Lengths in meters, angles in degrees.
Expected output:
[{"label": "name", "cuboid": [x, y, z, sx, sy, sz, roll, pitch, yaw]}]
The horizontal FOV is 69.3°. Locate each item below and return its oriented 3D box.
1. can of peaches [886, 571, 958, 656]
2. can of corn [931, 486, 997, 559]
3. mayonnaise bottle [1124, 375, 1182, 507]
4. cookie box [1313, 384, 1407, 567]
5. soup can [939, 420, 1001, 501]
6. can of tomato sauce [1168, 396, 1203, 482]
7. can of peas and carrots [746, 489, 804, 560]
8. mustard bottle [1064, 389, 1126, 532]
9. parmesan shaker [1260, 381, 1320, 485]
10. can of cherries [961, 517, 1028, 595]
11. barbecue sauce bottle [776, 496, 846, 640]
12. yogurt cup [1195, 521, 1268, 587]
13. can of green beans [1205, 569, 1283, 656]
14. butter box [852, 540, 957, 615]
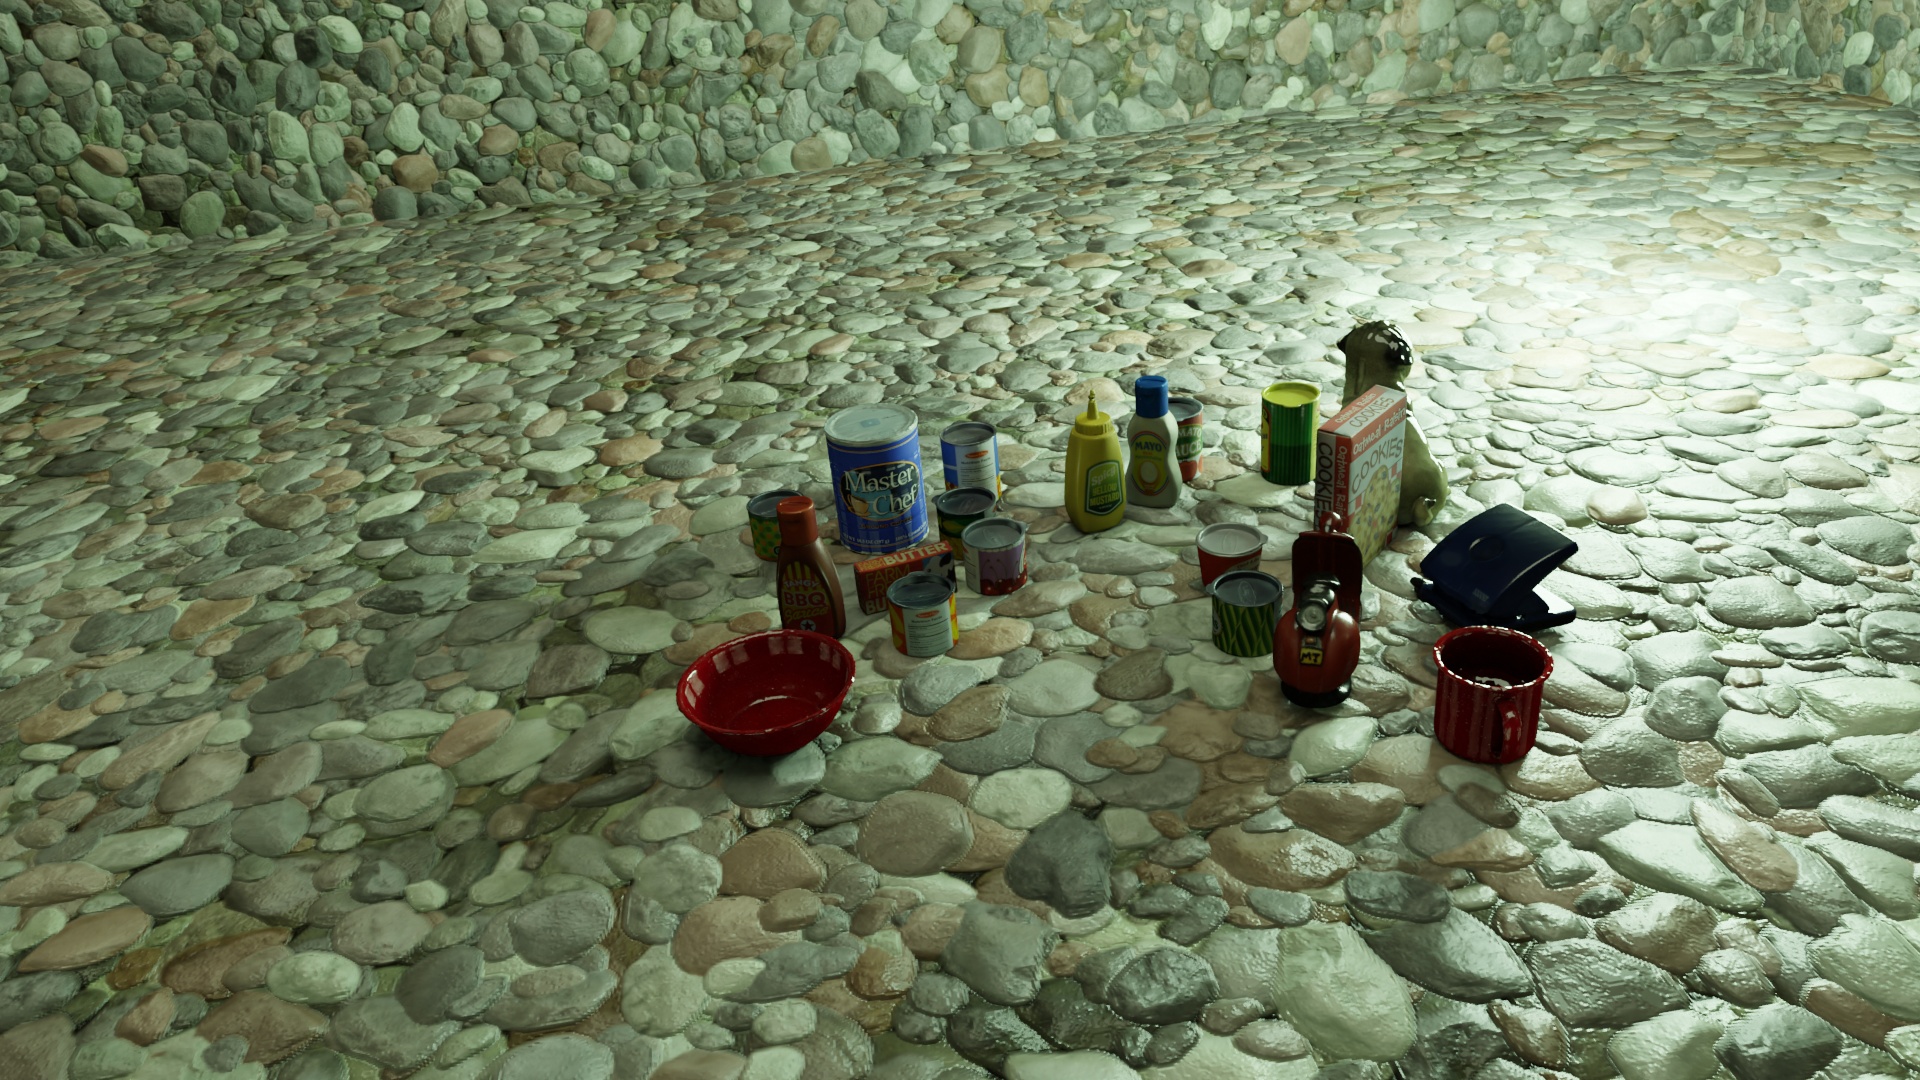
[{"label": "can of peaches", "cuboid": [-0.036, 0.072, 1.361, 0.071, 0.057, 0.071, -4, 29, 2]}, {"label": "can of corn", "cuboid": [0.005, -0.019, 1.519, 0.071, 0.058, 0.071, -4, 29, 2]}, {"label": "mayonnaise bottle", "cuboid": [0.215, -0.110, 1.555, 0.065, 0.147, 0.041, 7, 31, 21]}, {"label": "cookie box", "cuboid": [0.402, -0.057, 1.403, 0.040, 0.166, 0.123, 18, 36, 37]}, {"label": "soup can", "cuboid": [0.012, -0.089, 1.619, 0.071, 0.083, 0.072, -4, 28, 2]}, {"label": "can of tomato sauce", "cuboid": [0.252, -0.117, 1.628, 0.071, 0.082, 0.071, -4, 28, 2]}, {"label": "can of peas and carrots", "cuboid": [-0.200, -0.017, 1.550, 0.071, 0.058, 0.071, -4, 29, 2]}, {"label": "mustard bottle", "cuboid": [0.145, -0.088, 1.514, 0.065, 0.159, 0.049, -16, 30, -19]}, {"label": "parmesan shaker", "cuboid": [0.377, -0.121, 1.592, 0.071, 0.102, 0.071, -4, 28, 2]}, {"label": "can of cherries", "cuboid": [0.039, 0.016, 1.448, 0.071, 0.058, 0.072, -4, 29, 2]}, {"label": "barbecue sauce bottle", "cuboid": [-0.152, 0.029, 1.365, 0.065, 0.147, 0.044, 0, 29, 10]}, {"label": "yogurt cup", "cuboid": [0.272, 0.020, 1.405, 0.072, 0.053, 0.073, -4, 29, 2]}, {"label": "can of green beans", "cuboid": [0.270, 0.069, 1.312, 0.071, 0.057, 0.071, -4, 29, 2]}, {"label": "butter box", "cuboid": [-0.056, 0.038, 1.431, 0.104, 0.053, 0.024, -14, 29, -14]}]
